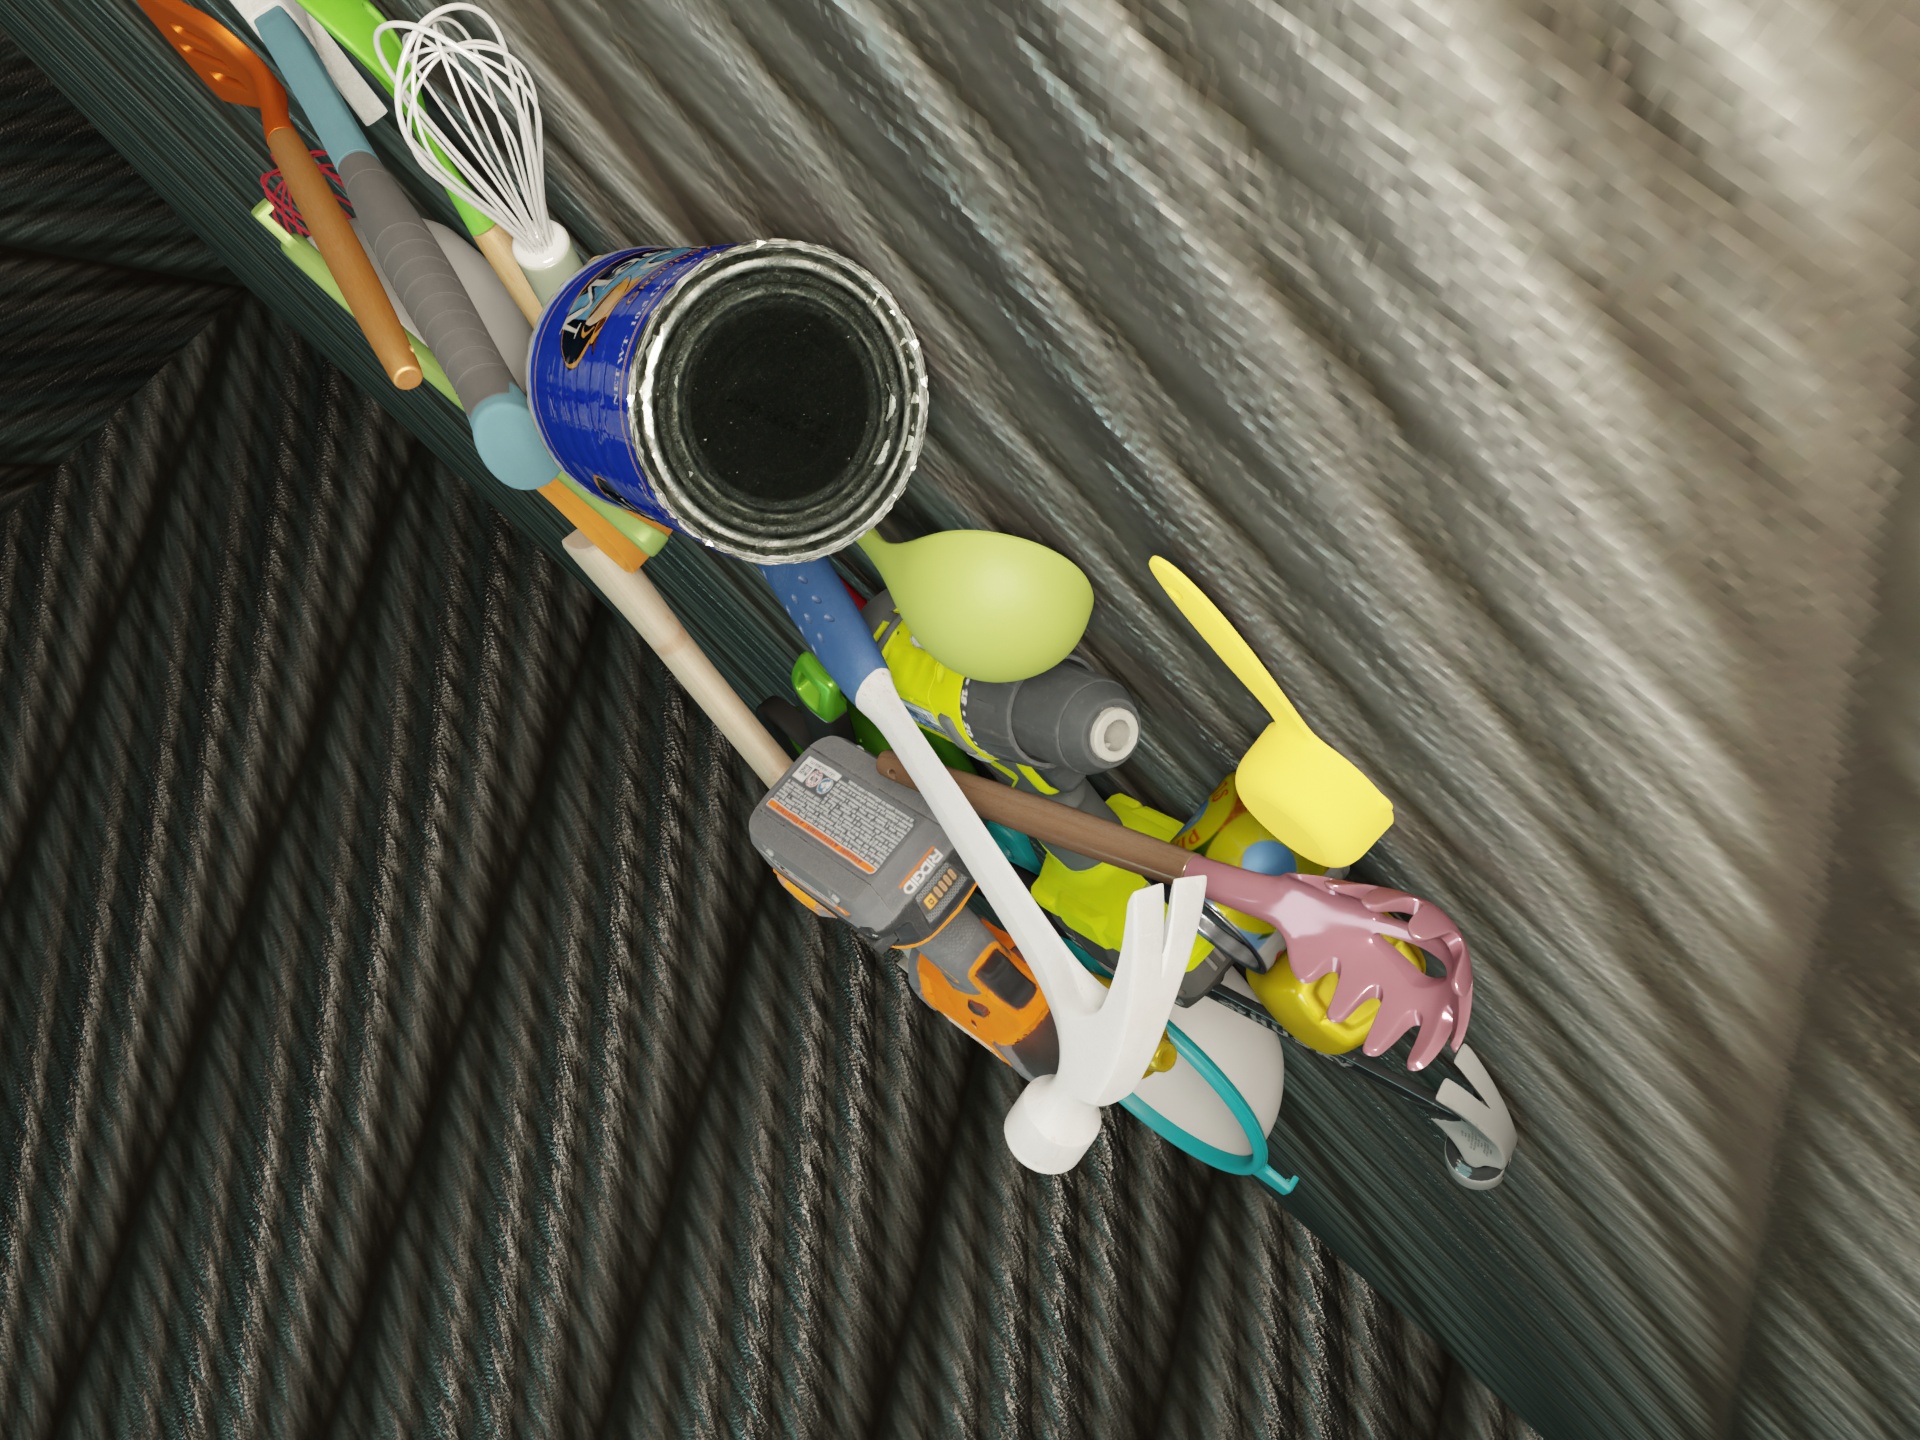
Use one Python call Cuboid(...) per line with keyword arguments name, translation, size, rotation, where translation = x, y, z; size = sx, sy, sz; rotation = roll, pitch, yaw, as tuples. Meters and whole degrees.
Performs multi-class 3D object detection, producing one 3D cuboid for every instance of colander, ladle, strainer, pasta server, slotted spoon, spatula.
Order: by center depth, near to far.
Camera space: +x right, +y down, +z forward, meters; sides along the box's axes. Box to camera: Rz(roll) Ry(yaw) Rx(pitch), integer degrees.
Cuboid(name="pasta server", translation=(0.067, 0.056, 0.636), size=(0.316, 0.040, 0.060), rotation=(18, 123, 44))
Cuboid(name="ladle", translation=(-0.065, -0.124, 0.680), size=(0.320, 0.062, 0.078), rotation=(45, 171, 29))
Cuboid(name="spatula", translation=(-0.317, -0.253, 0.745), size=(0.323, 0.041, 0.081), rotation=(55, 177, 30))
Cuboid(name="slotted spoon", translation=(-0.213, -0.216, 0.765), size=(0.070, 0.031, 0.313), rotation=(45, 170, 52))
Cuboid(name="strainer", translation=(-0.236, -0.188, 0.833), size=(0.256, 0.069, 0.151), rotation=(40, 178, 8))
Cuboid(name="strainer", translation=(0.122, 0.162, 1.073), size=(0.211, 0.095, 0.340), rotation=(18, 146, 52))
Cuboid(name="colander", translation=(-0.052, 0.015, 1.089), size=(0.205, 0.094, 0.396), rotation=(46, 168, 15))

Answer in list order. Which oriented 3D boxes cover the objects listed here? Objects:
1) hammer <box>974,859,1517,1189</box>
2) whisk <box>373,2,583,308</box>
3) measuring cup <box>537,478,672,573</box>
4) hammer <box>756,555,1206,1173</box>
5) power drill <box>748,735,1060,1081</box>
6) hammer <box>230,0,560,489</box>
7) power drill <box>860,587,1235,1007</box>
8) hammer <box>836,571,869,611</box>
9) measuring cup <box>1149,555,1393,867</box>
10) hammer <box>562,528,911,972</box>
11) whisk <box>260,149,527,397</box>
Cuboid(name="hammer", translation=(0.115, 0.138, 0.899), size=(0.409, 0.036, 0.149), rotation=(25, 161, 27))
Cuboid(name="whisk", translation=(-0.180, -0.205, 0.668), size=(0.059, 0.058, 0.246), rotation=(21, 165, 10))
Cuboid(name="measuring cup", translation=(-0.242, -0.157, 1.018), size=(0.174, 0.052, 0.095), rotation=(36, 169, 44))
Cuboid(name="hammer", translation=(-0.031, -0.011, 0.697), size=(0.406, 0.035, 0.144), rotation=(56, 137, 33))
Cuboid(name="power drill", translation=(0.002, 0.118, 0.854), size=(0.164, 0.084, 0.226), rotation=(27, 162, 46))
Cuboid(name="hammer", translation=(-0.261, -0.234, 0.707), size=(0.331, 0.033, 0.128), rotation=(57, 180, 21))
Cuboid(name="power drill", translation=(0.058, 0.036, 0.765), size=(0.228, 0.080, 0.191), rotation=(50, 166, -32))
Cuboid(name="hammer", translation=(-0.002, -0.003, 0.956), size=(0.386, 0.038, 0.143), rotation=(43, 173, -6))
Cuboid(name="measuring cup", translation=(0.099, 0.001, 0.550), size=(0.156, 0.029, 0.062), rotation=(45, 171, -37))
Cuboid(name="hammer", translation=(-0.136, 0.029, 1.120), size=(0.410, 0.038, 0.146), rotation=(52, 169, -8))
Cuboid(name="whisk", translation=(-0.338, -0.274, 1.002), size=(0.296, 0.073, 0.073), rotation=(40, 171, 16))
